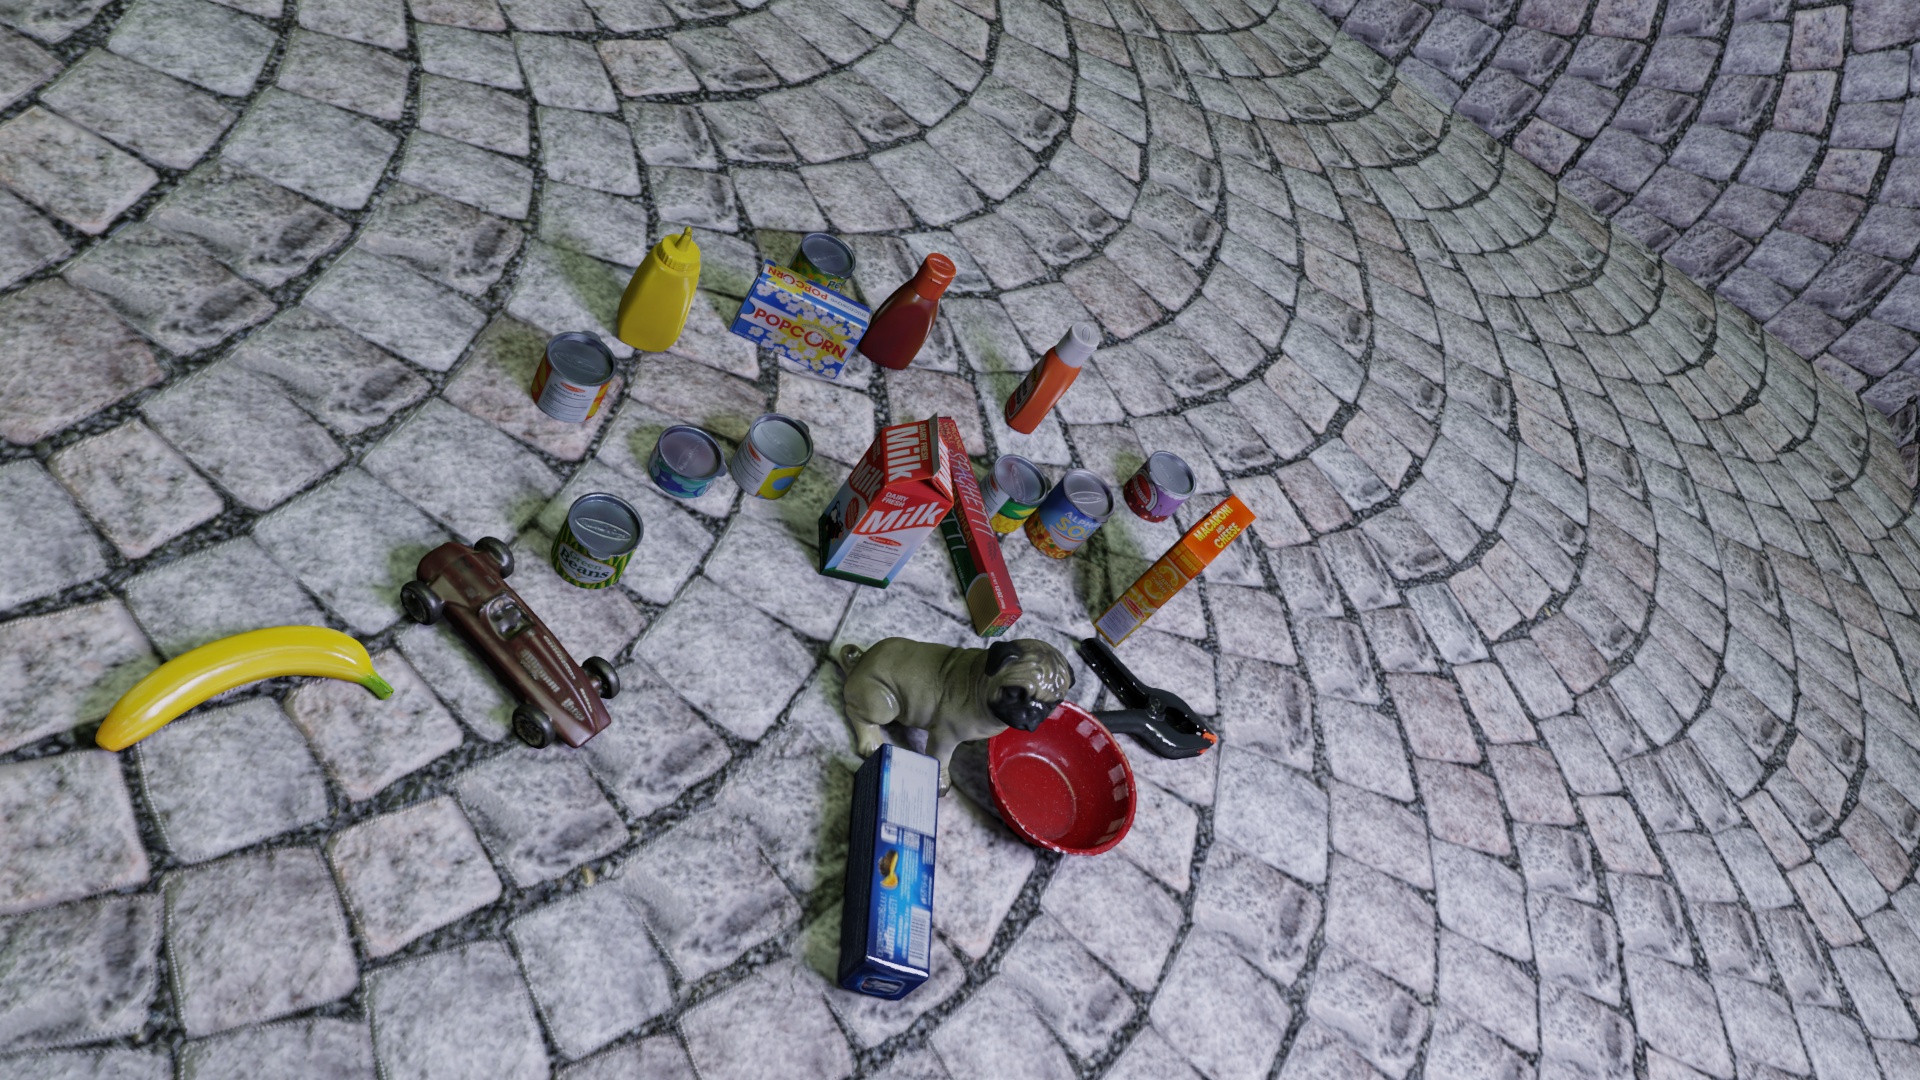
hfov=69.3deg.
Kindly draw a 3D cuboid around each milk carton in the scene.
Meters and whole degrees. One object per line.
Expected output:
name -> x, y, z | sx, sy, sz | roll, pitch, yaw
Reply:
milk carton -> -0.064, -0.039, 1.316 | 0.073, 0.189, 0.073 | 15, 49, -25

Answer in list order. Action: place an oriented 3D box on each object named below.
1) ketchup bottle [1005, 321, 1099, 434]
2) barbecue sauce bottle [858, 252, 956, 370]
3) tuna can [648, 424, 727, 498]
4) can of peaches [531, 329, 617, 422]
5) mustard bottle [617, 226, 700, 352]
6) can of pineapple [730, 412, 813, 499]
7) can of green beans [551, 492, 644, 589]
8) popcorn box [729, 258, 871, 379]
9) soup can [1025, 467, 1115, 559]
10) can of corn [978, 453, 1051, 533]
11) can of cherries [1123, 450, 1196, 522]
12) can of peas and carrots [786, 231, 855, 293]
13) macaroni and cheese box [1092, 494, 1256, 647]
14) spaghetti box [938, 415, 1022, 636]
ketchup bottle -> 0.105, -0.187, 1.580 | 0.043, 0.148, 0.065 | 25, 46, -15
barbecue sauce bottle -> -0.054, -0.252, 1.525 | 0.065, 0.147, 0.044 | 23, 46, -18
tuna can -> -0.260, -0.074, 1.326 | 0.071, 0.032, 0.071 | 18, 48, -21
can of peaches -> -0.362, -0.154, 1.303 | 0.071, 0.057, 0.071 | 18, 48, -21
mustard bottle -> -0.287, -0.251, 1.358 | 0.065, 0.159, 0.049 | 15, 49, -25
can of pineapple -> -0.184, -0.083, 1.366 | 0.071, 0.057, 0.071 | 18, 48, -21
can of green beans -> -0.317, 0.001, 1.209 | 0.071, 0.057, 0.071 | 18, 48, -21
popcorn box -> -0.170, -0.234, 1.478 | 0.127, 0.084, 0.038 | 24, 46, -17
soup can -> 0.119, -0.026, 1.507 | 0.071, 0.083, 0.072 | 18, 48, -21
can of corn -> 0.054, -0.050, 1.500 | 0.071, 0.058, 0.071 | 18, 48, -21
can of cherries -> 0.232, -0.063, 1.631 | 0.071, 0.058, 0.072 | 18, 48, -21
can of peas and carrots -> -0.158, -0.301, 1.560 | 0.071, 0.058, 0.071 | 18, 48, -21
macaroni and cheese box -> 0.225, 0.032, 1.472 | 0.040, 0.165, 0.124 | 47, 44, 7
spaghetti box -> 0.005, -0.018, 1.448 | 0.029, 0.050, 0.251 | 2, 55, -33
